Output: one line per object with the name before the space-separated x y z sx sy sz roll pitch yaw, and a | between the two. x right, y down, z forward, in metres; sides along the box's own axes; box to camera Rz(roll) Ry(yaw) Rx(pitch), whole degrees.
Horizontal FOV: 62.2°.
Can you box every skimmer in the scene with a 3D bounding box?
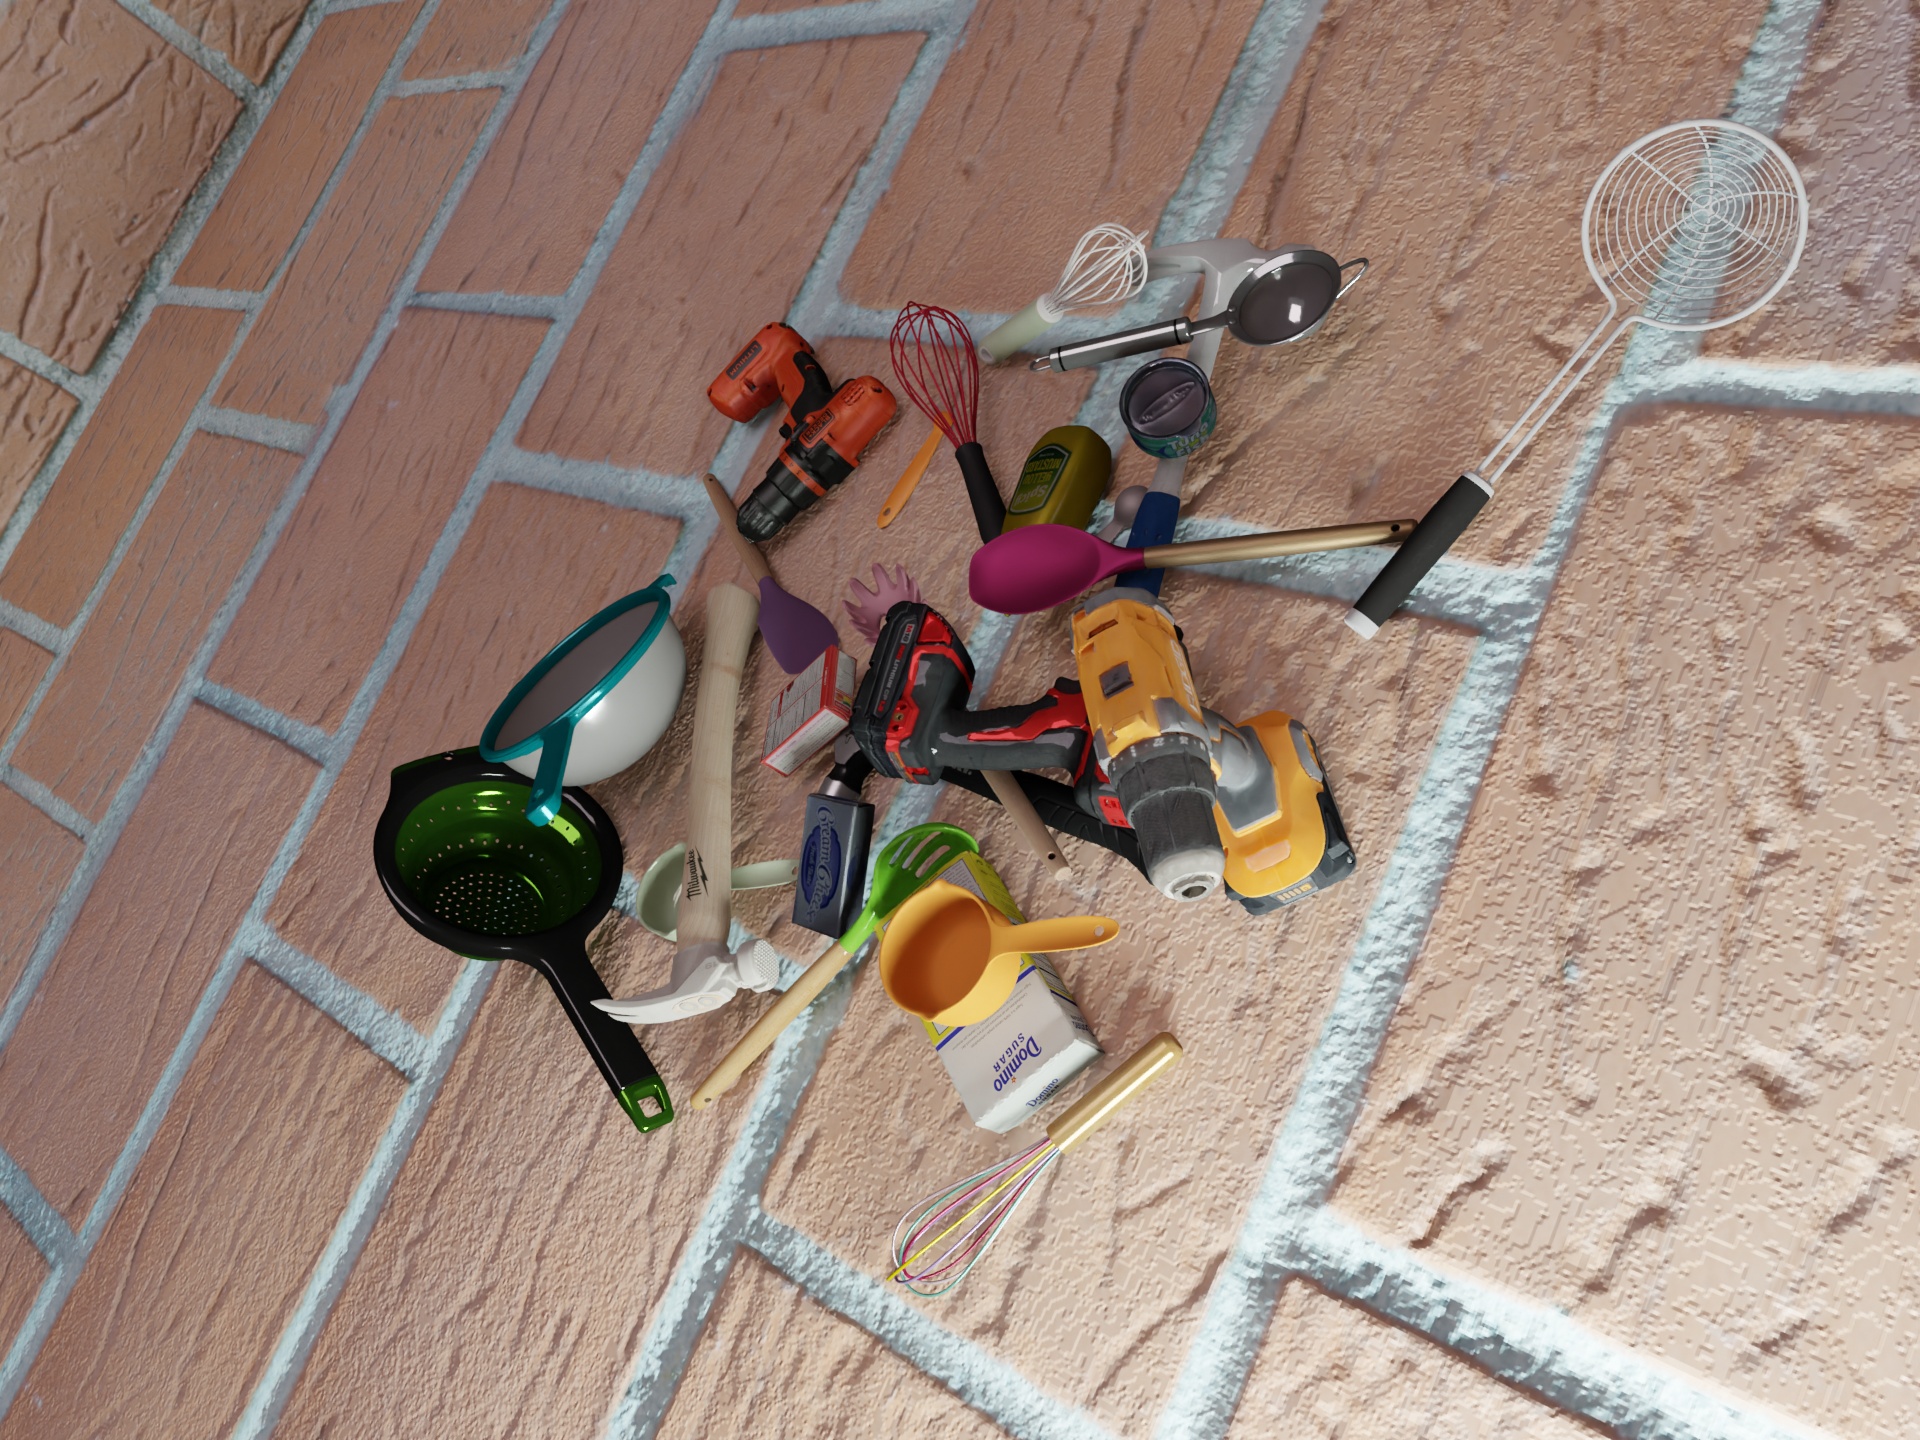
skimmer | 0.365 -0.199 0.987 0.127 0.090 0.363 40 98 8

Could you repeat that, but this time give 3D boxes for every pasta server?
pasta server | -0.002 -0.004 1.153 0.060 0.040 0.317 -34 51 1

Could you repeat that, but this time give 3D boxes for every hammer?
hammer | 0.146 -0.174 1.165 0.144 0.035 0.406 11 76 23
hammer | 0.037 0.042 1.149 0.335 0.035 0.146 20 81 42
hammer | -0.211 0.051 1.296 0.146 0.038 0.411 -18 49 19

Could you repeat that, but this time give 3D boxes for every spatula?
spatula | -0.178 -0.137 1.414 0.059 0.018 0.316 -16 43 -18

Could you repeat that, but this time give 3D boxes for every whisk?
whisk | 0.001 -0.236 1.306 0.073 0.073 0.296 -31 58 21
whisk | 0.075 -0.329 1.255 0.059 0.057 0.246 -47 13 -24
whisk | 0.045 0.282 1.010 0.245 0.047 0.051 -42 47 8

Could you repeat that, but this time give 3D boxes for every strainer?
strainer | -0.304 0.016 1.332 0.211 0.095 0.341 -34 26 12
strainer | 0.170 -0.284 1.153 0.258 0.050 0.087 -8 56 23

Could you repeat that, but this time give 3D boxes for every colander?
colander | -0.354 0.195 1.327 0.397 0.204 0.094 51 136 26

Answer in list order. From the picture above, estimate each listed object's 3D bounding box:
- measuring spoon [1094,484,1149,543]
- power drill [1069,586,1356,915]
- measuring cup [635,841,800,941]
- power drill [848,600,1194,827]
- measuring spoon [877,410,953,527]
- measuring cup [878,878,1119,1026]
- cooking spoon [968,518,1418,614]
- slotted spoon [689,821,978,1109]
measuring spoon | 0.098 -0.133 1.205 0.124 0.018 0.034 -44 48 7
power drill | 0.151 0.043 0.928 0.084 0.226 0.186 -28 52 23
measuring cup | -0.182 0.135 1.270 0.167 0.038 0.083 -11 58 25
power drill | 0.048 -0.012 1.081 0.220 0.078 0.143 9 66 23
measuring spoon | -0.041 -0.216 1.362 0.021 0.011 0.117 28 85 43
measuring cup | 0.033 0.149 1.024 0.173 0.052 0.095 -11 61 28
cooking spoon | 0.154 -0.115 1.108 0.319 0.017 0.069 -4 71 22
slotted spoon | -0.101 0.182 1.169 0.313 0.070 0.031 -48 36 16
